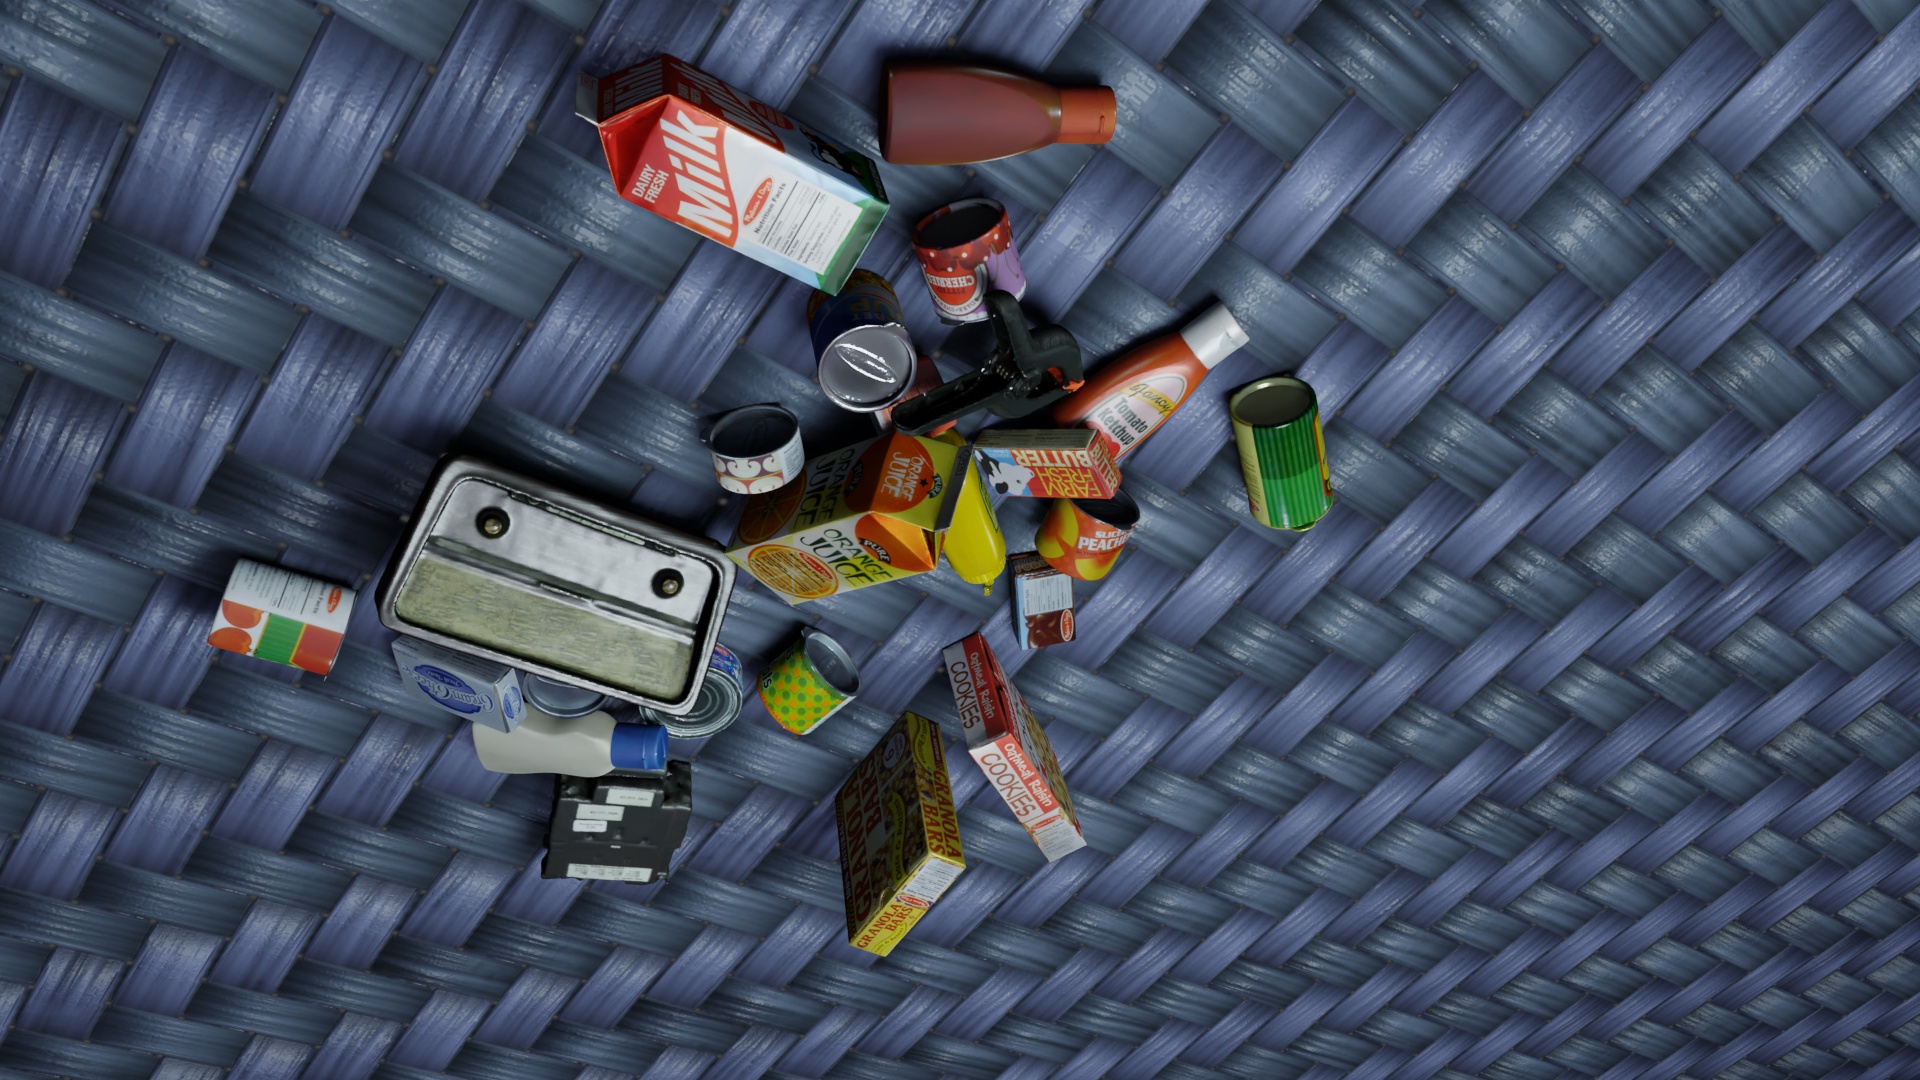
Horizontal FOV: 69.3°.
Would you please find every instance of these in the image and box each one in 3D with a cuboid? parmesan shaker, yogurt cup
[{"bbox_3d":[0.250,-0.067,1.074,0.071,0.071,0.102,-19,129,2],"label":"parmesan shaker"},{"bbox_3d":[-0.038,-0.098,0.990,0.054,0.073,0.072,-24,129,-5],"label":"yogurt cup"}]

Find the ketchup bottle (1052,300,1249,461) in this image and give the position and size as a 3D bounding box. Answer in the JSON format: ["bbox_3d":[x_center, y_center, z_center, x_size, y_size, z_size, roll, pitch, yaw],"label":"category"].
[{"bbox_3d":[0.143,-0.118,1.028,0.148,0.044,0.064,-37,127,15],"label":"ketchup bottle"}]

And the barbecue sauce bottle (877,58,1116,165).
[{"bbox_3d":[0.024,-0.271,0.883,0.149,0.044,0.064,-3,128,-12],"label":"barbecue sauce bottle"}]

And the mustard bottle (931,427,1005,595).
[{"bbox_3d":[0.004,-0.013,1.067,0.049,0.065,0.159,-18,134,5],"label":"mustard bottle"}]

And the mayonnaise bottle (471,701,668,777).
[{"bbox_3d":[-0.312,0.161,1.117,0.148,0.041,0.064,4,129,3],"label":"mayonnaise bottle"}]

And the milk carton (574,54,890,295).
[{"bbox_3d":[-0.146,-0.232,0.856,0.190,0.073,0.073,21,120,-27],"label":"milk carton"}]

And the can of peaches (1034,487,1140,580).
[{"bbox_3d":[0.099,-0.009,1.085,0.071,0.071,0.057,13,124,-21],"label":"can of peaches"}]

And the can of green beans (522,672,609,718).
[{"bbox_3d":[-0.303,0.095,1.079,0.071,0.058,0.071,-6,128,-8],"label":"can of green beans"}]

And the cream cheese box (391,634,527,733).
[{"bbox_3d":[-0.382,0.107,1.057,0.104,0.024,0.053,16,131,20],"label":"cream cheese box"}]

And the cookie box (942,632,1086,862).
[{"bbox_3d":[0.046,0.175,1.180,0.040,0.123,0.166,-26,128,7],"label":"cookie box"}]

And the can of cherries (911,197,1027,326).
[{"bbox_3d":[0.005,-0.186,0.927,0.071,0.072,0.058,-18,129,1],"label":"can of cherries"}]

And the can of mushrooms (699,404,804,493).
[{"bbox_3d":[-0.148,-0.065,0.988,0.071,0.071,0.033,-11,130,-4],"label":"can of mushrooms"}]

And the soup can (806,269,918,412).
[{"bbox_3d":[-0.066,-0.138,0.938,0.071,0.084,0.071,-7,128,-8],"label":"soup can"}]

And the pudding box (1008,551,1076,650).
[{"bbox_3d":[0.068,0.049,1.148,0.050,0.030,0.083,-11,129,-6],"label":"pudding box"}]

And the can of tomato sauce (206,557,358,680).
[{"bbox_3d":[-0.489,0.057,1.001,0.083,0.071,0.071,20,120,-25],"label":"can of tomato sauce"}]

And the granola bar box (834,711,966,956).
[{"bbox_3d":[-0.056,0.247,1.185,0.039,0.166,0.123,25,118,-25],"label":"granola bar box"}]

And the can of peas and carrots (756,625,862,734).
[{"bbox_3d":[-0.125,0.114,1.131,0.058,0.071,0.071,-39,125,18],"label":"can of peas and carrots"}]

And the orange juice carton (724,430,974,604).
[{"bbox_3d":[-0.070,-0.017,0.977,0.192,0.072,0.073,-15,136,39],"label":"orange juice carton"}]

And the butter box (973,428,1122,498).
[{"bbox_3d":[0.064,-0.057,1.033,0.103,0.024,0.053,3,139,35],"label":"butter box"}]
